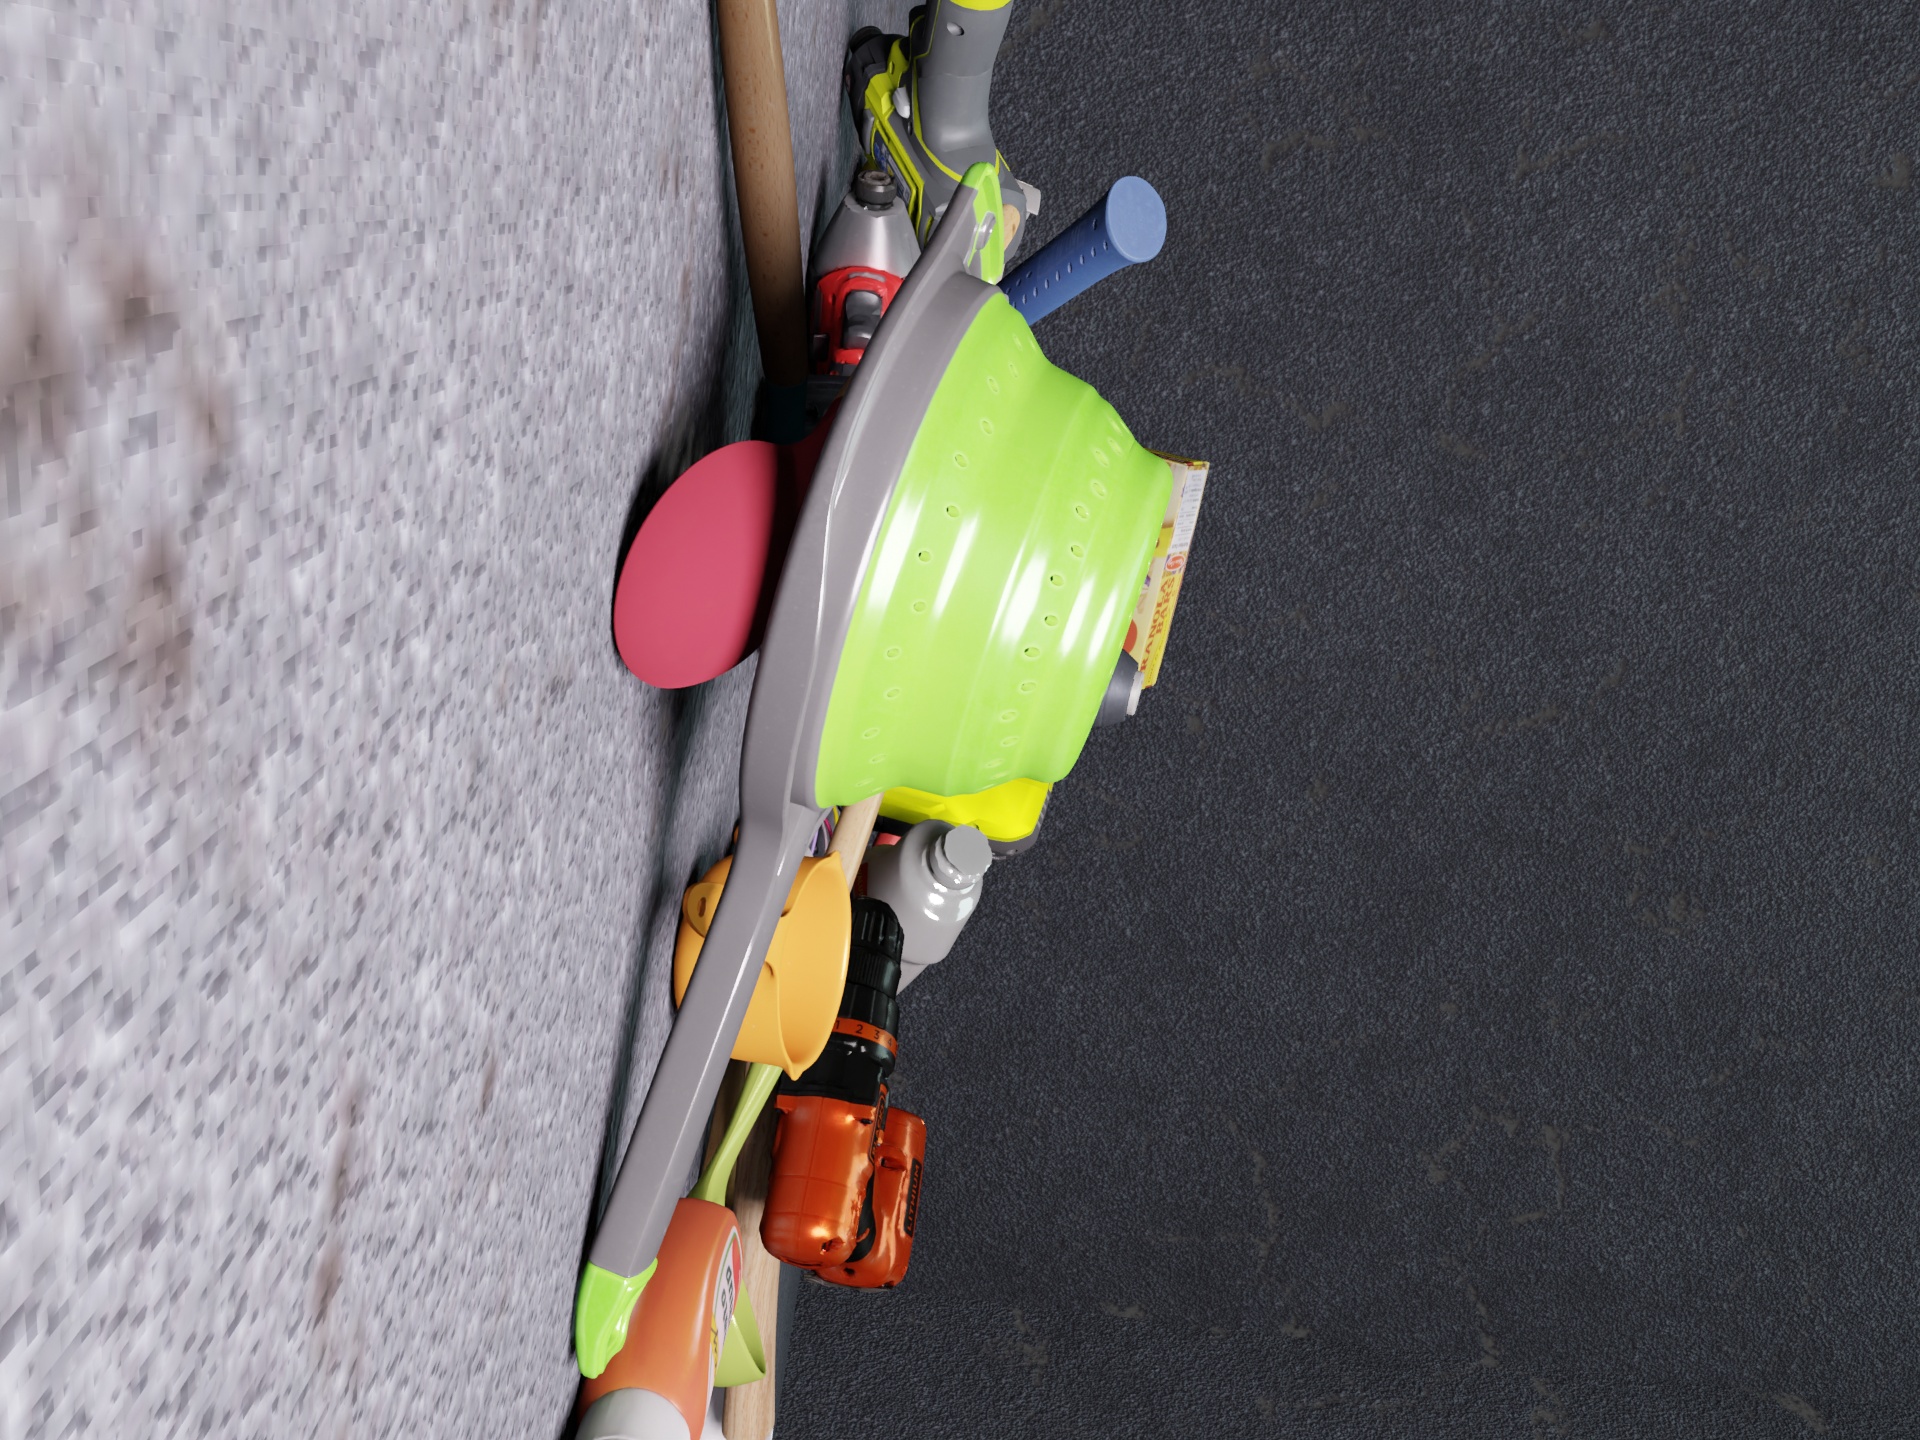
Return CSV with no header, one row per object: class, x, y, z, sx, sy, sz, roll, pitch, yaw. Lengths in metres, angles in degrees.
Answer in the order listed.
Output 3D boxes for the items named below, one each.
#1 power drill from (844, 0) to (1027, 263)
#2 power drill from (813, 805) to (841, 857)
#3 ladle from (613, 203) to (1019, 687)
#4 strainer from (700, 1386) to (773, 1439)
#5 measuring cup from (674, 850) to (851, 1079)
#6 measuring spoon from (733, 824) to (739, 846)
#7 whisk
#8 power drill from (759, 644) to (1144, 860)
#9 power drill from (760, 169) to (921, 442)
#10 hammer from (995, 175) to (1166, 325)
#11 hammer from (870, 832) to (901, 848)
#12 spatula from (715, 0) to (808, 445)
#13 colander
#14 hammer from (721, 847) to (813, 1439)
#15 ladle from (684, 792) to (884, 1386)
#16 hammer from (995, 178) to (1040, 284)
power drill,-0.012,-0.360,0.792,0.223,0.080,0.171,104,-34,-57
power drill,-0.098,0.093,1.270,0.185,0.084,0.226,-92,-166,-77
ladle,-0.029,-0.113,0.536,0.316,0.031,0.069,-63,160,-48
strainer,-0.139,0.355,0.943,0.087,0.050,0.259,-48,-153,29
measuring cup,-0.093,0.085,0.622,0.173,0.052,0.095,52,45,-67
measuring spoon,-0.114,0.052,0.856,0.117,0.011,0.021,-118,-145,-81
whisk,-0.110,0.148,0.893,0.051,0.047,0.245,105,-5,-69
power drill,-0.001,-0.003,0.867,0.228,0.190,0.080,86,20,-65
power drill,-0.051,-0.165,0.780,0.220,0.078,0.143,-90,-172,-48
hammer,0.002,-0.235,0.953,0.405,0.035,0.144,170,-74,-65
hammer,-0.067,0.123,1.117,0.149,0.037,0.359,106,9,-72
spatula,-0.058,-0.147,0.548,0.044,0.082,0.317,-58,164,-30
colander,-0.018,0.032,0.513,0.204,0.094,0.397,34,76,-86
hammer,-0.102,0.220,0.819,0.130,0.031,0.331,-55,150,-74
ladle,-0.066,0.132,0.719,0.078,0.062,0.320,89,18,-67
hammer,-0.030,-0.210,1.213,0.146,0.038,0.410,-93,-156,-71
